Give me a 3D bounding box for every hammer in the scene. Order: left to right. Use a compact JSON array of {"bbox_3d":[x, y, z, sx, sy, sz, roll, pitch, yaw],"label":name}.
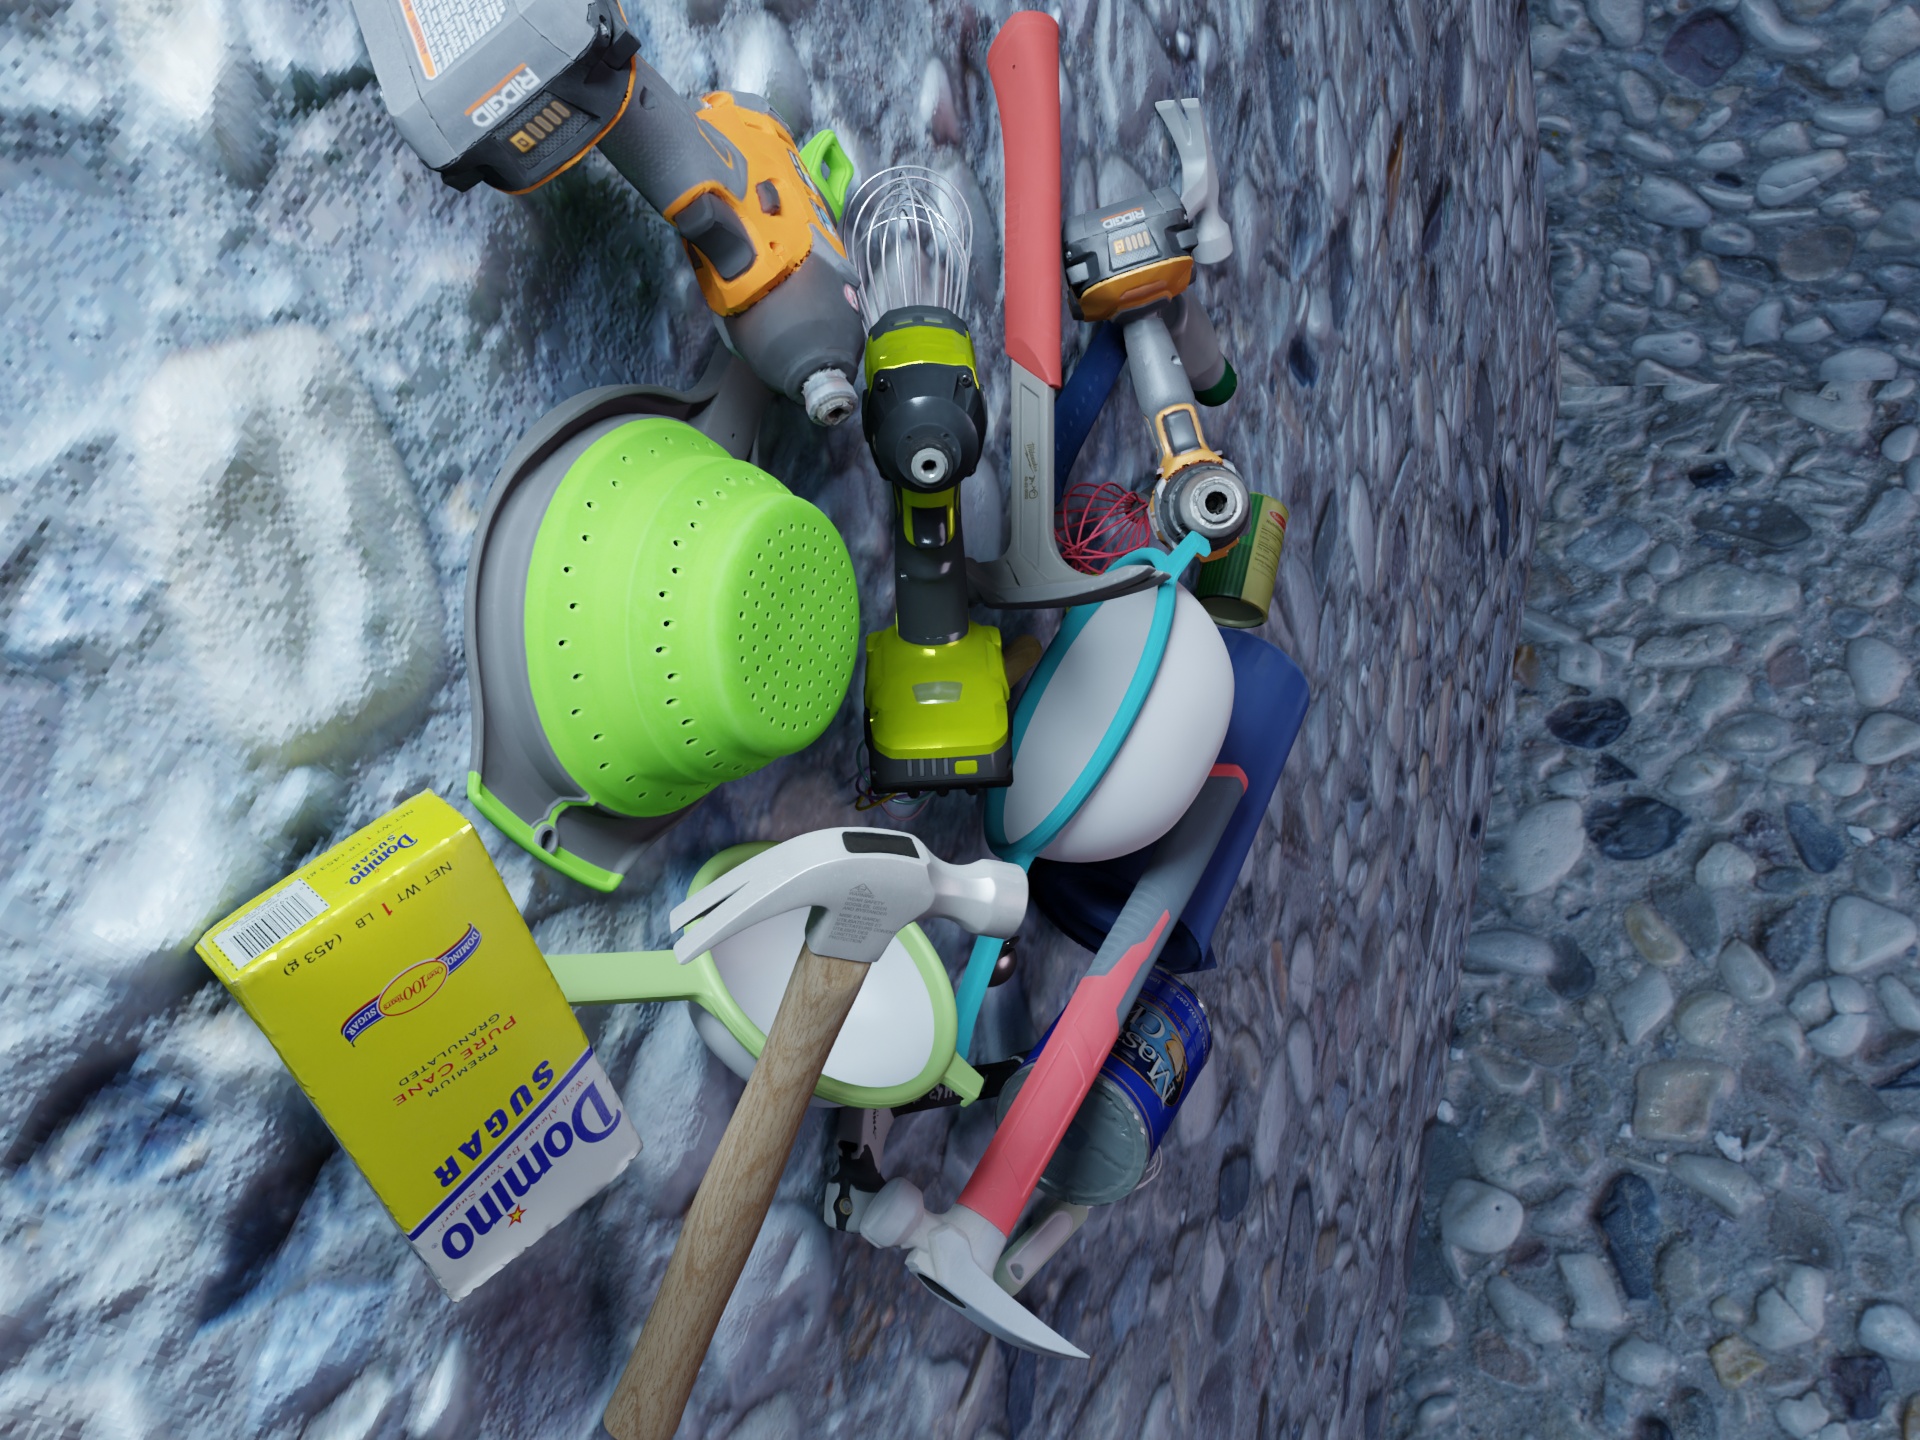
[{"bbox_3d":[-0.091,0.187,0.675,0.130,0.031,0.331,13,114,-23],"label":"hammer"},{"bbox_3d":[0.030,0.234,1.066,0.408,0.036,0.149,15,80,-63],"label":"hammer"},{"bbox_3d":[0.051,-0.246,0.943,0.036,0.149,0.359,9,80,-56],"label":"hammer"},{"bbox_3d":[0.096,0.182,0.957,0.143,0.038,0.386,38,59,-5],"label":"hammer"},{"bbox_3d":[0.122,-0.303,1.161,0.406,0.035,0.143,-63,145,-37],"label":"hammer"}]

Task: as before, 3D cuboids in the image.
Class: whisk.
[{"bbox_3d":[-0.020,-0.161,0.889,0.070,0.070,0.284,-43,135,-53],"label":"whisk"},{"bbox_3d":[-0.003,-0.003,0.967,0.047,0.051,0.245,-60,172,32],"label":"whisk"},{"bbox_3d":[0.089,0.360,1.190,0.058,0.059,0.246,55,34,8],"label":"whisk"},{"bbox_3d":[0.125,-0.153,1.171,0.296,0.073,0.073,-36,126,-62],"label":"whisk"}]

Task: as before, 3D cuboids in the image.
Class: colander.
[{"bbox_3d":[-0.086,-0.115,0.720,0.204,0.094,0.397,51,50,-53],"label":"colander"}]

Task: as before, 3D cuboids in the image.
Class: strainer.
[{"bbox_3d":[-0.117,0.131,0.728,0.256,0.069,0.152,6,44,-44],"label":"strainer"},{"bbox_3d":[0.082,0.063,0.962,0.095,0.211,0.340,26,72,-14],"label":"strainer"}]

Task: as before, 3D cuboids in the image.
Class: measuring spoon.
[{"bbox_3d":[0.028,0.155,1.026,0.018,0.034,0.124,64,8,4],"label":"measuring spoon"}]

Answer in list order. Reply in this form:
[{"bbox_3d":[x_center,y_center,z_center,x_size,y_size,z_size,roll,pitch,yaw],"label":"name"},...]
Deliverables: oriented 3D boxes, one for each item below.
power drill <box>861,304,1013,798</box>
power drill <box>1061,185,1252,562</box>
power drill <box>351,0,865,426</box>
[{"bbox_3d":[-0.015,-0.079,0.806,0.171,0.080,0.223,-96,-177,-61],"label":"power drill"},{"bbox_3d":[0.129,-0.210,0.998,0.185,0.084,0.226,-59,132,-83],"label":"power drill"},{"bbox_3d":[-0.115,-0.209,0.604,0.226,0.084,0.164,26,36,-61],"label":"power drill"}]
